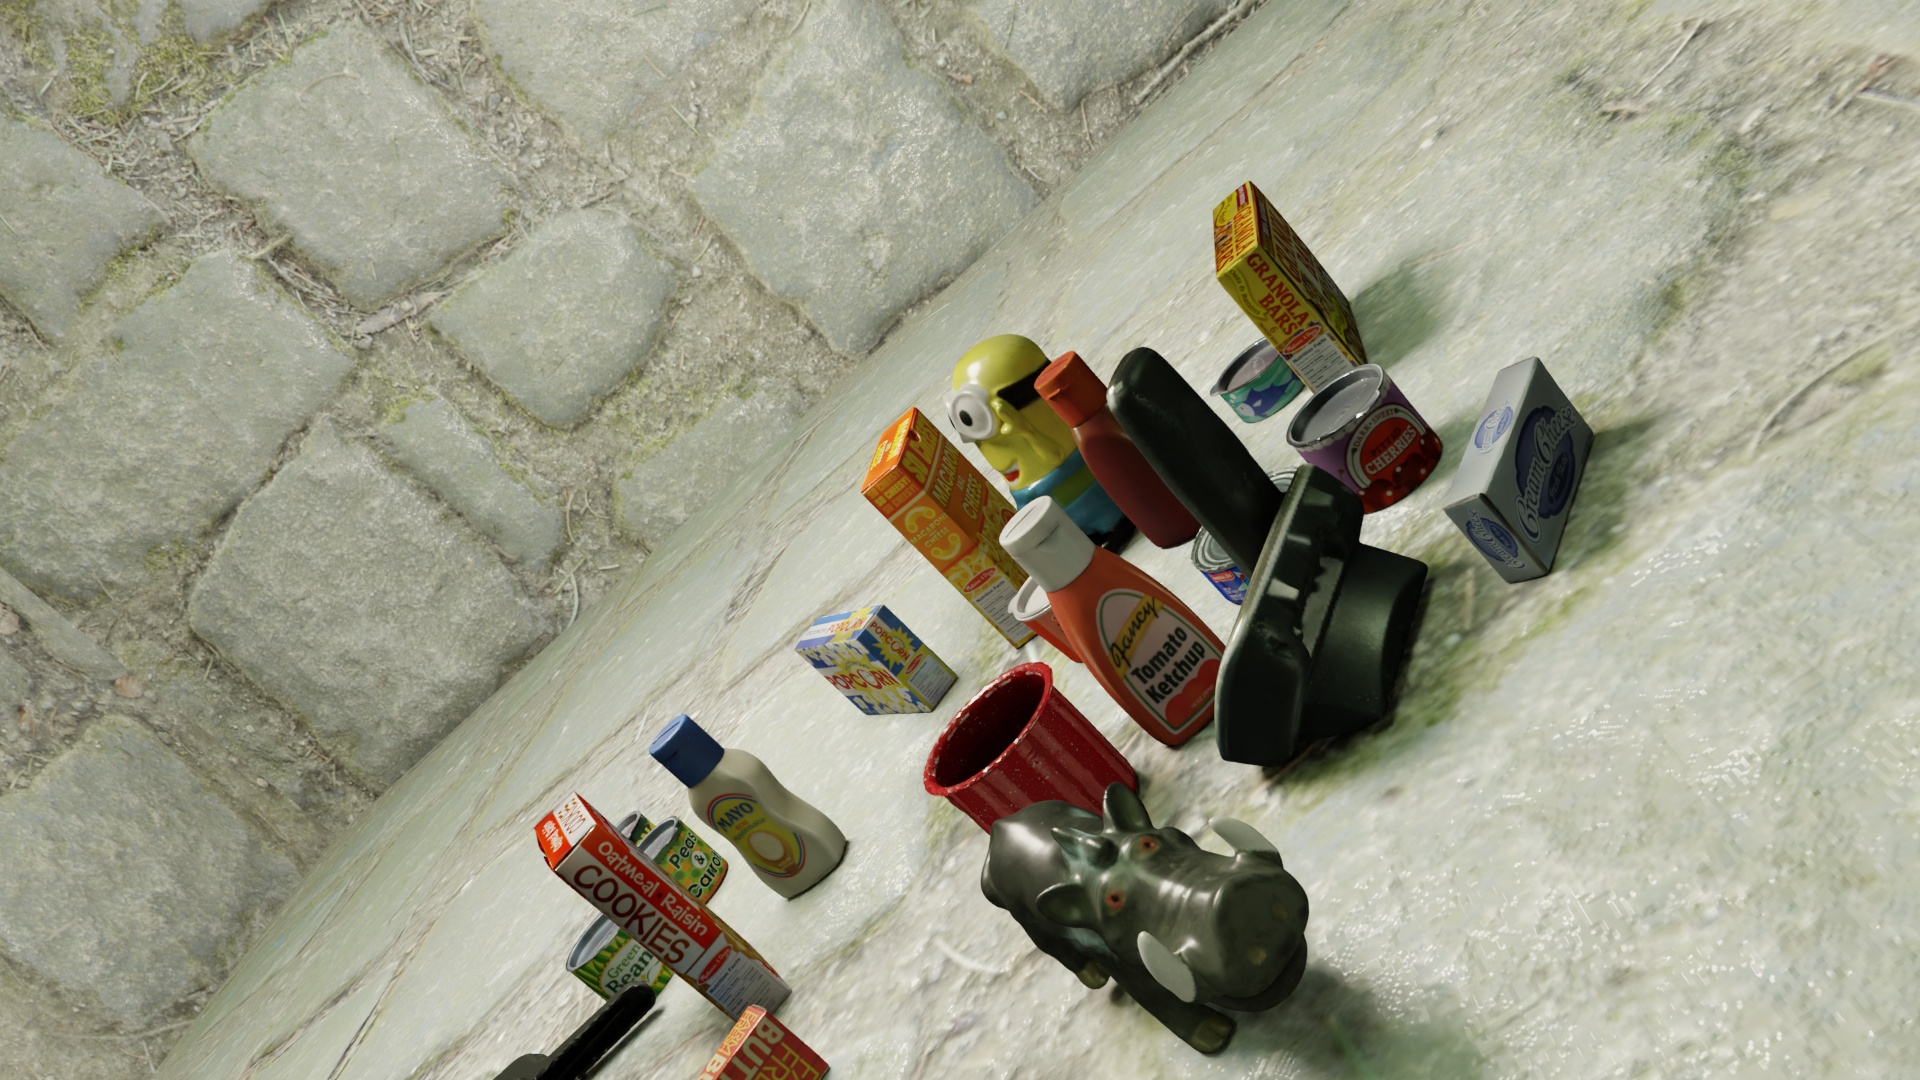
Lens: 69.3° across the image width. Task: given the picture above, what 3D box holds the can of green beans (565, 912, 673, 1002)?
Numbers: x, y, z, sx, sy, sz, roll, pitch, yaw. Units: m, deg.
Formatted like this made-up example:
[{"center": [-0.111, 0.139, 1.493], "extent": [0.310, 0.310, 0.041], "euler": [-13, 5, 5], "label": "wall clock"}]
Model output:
[{"center": [-0.252, 0.313, 1.045], "extent": [0.071, 0.057, 0.071], "euler": [-40, 16, 14], "label": "can of green beans"}]

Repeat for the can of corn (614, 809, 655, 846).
[{"center": [-0.280, 0.278, 1.205], "extent": [0.071, 0.058, 0.071], "euler": [-40, 16, 14], "label": "can of corn"}]

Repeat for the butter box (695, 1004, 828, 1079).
[{"center": [-0.122, 0.307, 0.741], "extent": [0.104, 0.053, 0.024], "euler": [-52, 17, -26], "label": "butter box"}]

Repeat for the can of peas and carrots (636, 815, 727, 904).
[{"center": [-0.228, 0.263, 1.112], "extent": [0.071, 0.058, 0.071], "euler": [-40, 16, 14], "label": "can of peas and carrots"}]

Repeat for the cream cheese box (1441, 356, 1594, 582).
[{"center": [0.265, -0.034, 0.655], "extent": [0.024, 0.053, 0.104], "euler": [-24, 25, 51], "label": "cream cheese box"}]

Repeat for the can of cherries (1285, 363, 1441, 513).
[{"center": [0.231, -0.057, 0.790], "extent": [0.071, 0.058, 0.072], "euler": [-40, 16, 14], "label": "can of cherries"}]

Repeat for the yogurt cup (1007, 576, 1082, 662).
[{"center": [0.077, 0.044, 0.924], "extent": [0.072, 0.054, 0.072], "euler": [-40, 16, 14], "label": "yogurt cup"}]

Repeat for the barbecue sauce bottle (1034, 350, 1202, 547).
[{"center": [0.111, -0.062, 0.936], "extent": [0.064, 0.148, 0.044], "euler": [-30, 21, 43], "label": "barbecue sauce bottle"}]

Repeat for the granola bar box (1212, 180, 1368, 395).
[{"center": [0.231, -0.177, 0.979], "extent": [0.039, 0.124, 0.166], "euler": [-37, 17, 25], "label": "granola bar box"}]

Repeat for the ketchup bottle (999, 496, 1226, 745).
[{"center": [0.082, 0.040, 0.743], "extent": [0.065, 0.148, 0.043], "euler": [-46, 15, -6], "label": "ketchup bottle"}]

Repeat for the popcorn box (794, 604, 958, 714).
[{"center": [-0.069, 0.096, 1.097], "extent": [0.038, 0.085, 0.126], "euler": [-52, 17, -25], "label": "popcorn box"}]

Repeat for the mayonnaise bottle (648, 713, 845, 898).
[{"center": [-0.150, 0.182, 0.962], "extent": [0.064, 0.148, 0.041], "euler": [-38, 16, 22], "label": "mayonnaise bottle"}]

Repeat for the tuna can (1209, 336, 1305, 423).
[{"center": [0.221, -0.118, 1.022], "extent": [0.071, 0.033, 0.071], "euler": [-40, 16, 14], "label": "tuna can"}]

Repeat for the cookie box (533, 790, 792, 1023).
[{"center": [-0.196, 0.237, 0.895], "extent": [0.040, 0.167, 0.123], "euler": [-49, 16, -15], "label": "cookie box"}]

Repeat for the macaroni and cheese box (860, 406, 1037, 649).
[{"center": [0.004, -0.013, 1.045], "extent": [0.040, 0.166, 0.124], "euler": [-39, 16, 20], "label": "macaroni and cheese box"}]
